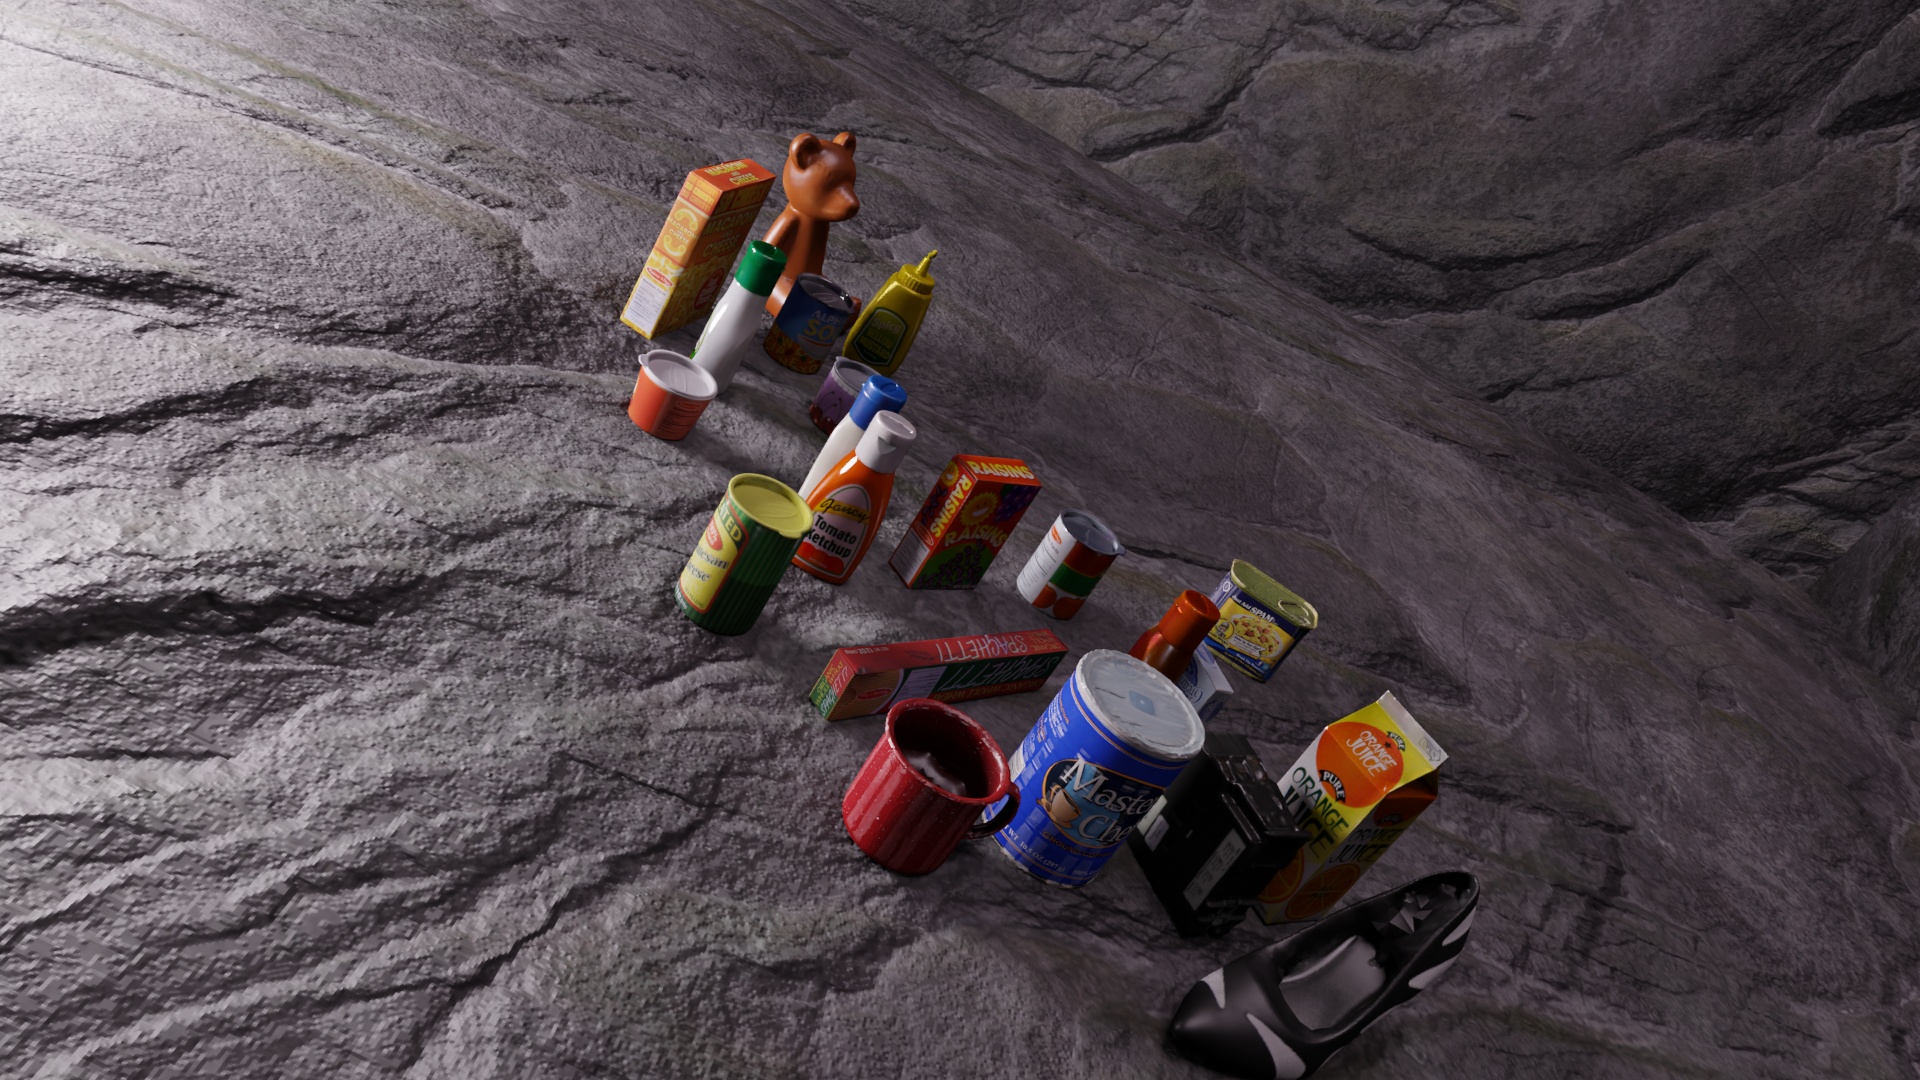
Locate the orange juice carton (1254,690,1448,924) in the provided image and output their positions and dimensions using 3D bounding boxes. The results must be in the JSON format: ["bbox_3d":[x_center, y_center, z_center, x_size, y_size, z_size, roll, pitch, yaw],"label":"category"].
[{"bbox_3d":[0.293,0.207,1.073,0.073,0.191,0.072,9,35,-39],"label":"orange juice carton"}]

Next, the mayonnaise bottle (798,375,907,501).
[{"bbox_3d":[-0.094,-0.070,1.171,0.041,0.147,0.065,37,26,8],"label":"mayonnaise bottle"}]

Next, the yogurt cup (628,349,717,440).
[{"bbox_3d":[-0.250,-0.123,1.196,0.072,0.053,0.073,26,27,-14],"label":"yogurt cup"}]

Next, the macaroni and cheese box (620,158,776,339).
[{"bbox_3d":[-0.253,-0.283,1.339,0.040,0.165,0.124,34,26,3],"label":"macaroni and cheese box"}]

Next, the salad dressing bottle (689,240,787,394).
[{"bbox_3d":[-0.206,-0.205,1.279,0.044,0.147,0.064,31,26,-4],"label":"salad dressing bottle"}]

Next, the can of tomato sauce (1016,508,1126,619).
[{"bbox_3d":[0.103,0.023,1.299,0.071,0.082,0.071,26,27,-14],"label":"can of tomato sauce"}]

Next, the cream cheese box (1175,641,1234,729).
[{"bbox_3d":[0.210,0.122,1.281,0.024,0.053,0.104,17,31,-30],"label":"cream cheese box"}]

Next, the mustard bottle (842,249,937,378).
[{"bbox_3d":[-0.068,-0.243,1.478,0.065,0.159,0.049,31,26,-4],"label":"mustard bottle"}]

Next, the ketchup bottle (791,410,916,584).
[{"bbox_3d":[-0.086,-0.037,1.123,0.065,0.148,0.044,29,26,-9],"label":"ketchup bottle"}]

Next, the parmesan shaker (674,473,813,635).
[{"bbox_3d":[-0.158,0.013,1.012,0.071,0.102,0.071,26,27,-14],"label":"parmesan shaker"}]

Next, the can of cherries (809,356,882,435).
[{"bbox_3d":[-0.109,-0.138,1.370,0.071,0.058,0.072,26,27,-14],"label":"can of cherries"}]

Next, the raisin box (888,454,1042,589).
[{"bbox_3d":[0.004,-0.015,1.213,0.086,0.123,0.040,3,39,-45],"label":"raisin box"}]

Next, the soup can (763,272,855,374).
[{"bbox_3d":[-0.155,-0.222,1.433,0.071,0.083,0.072,26,27,-14],"label":"soup can"}]

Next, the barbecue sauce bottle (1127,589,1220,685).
[{"bbox_3d":[0.158,0.106,1.146,0.043,0.148,0.065,27,27,-11],"label":"barbecue sauce bottle"}]

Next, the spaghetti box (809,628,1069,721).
[{"bbox_3d":[-0.009,0.102,1.082,0.250,0.050,0.029,-1,42,-48],"label":"spaghetti box"}]
